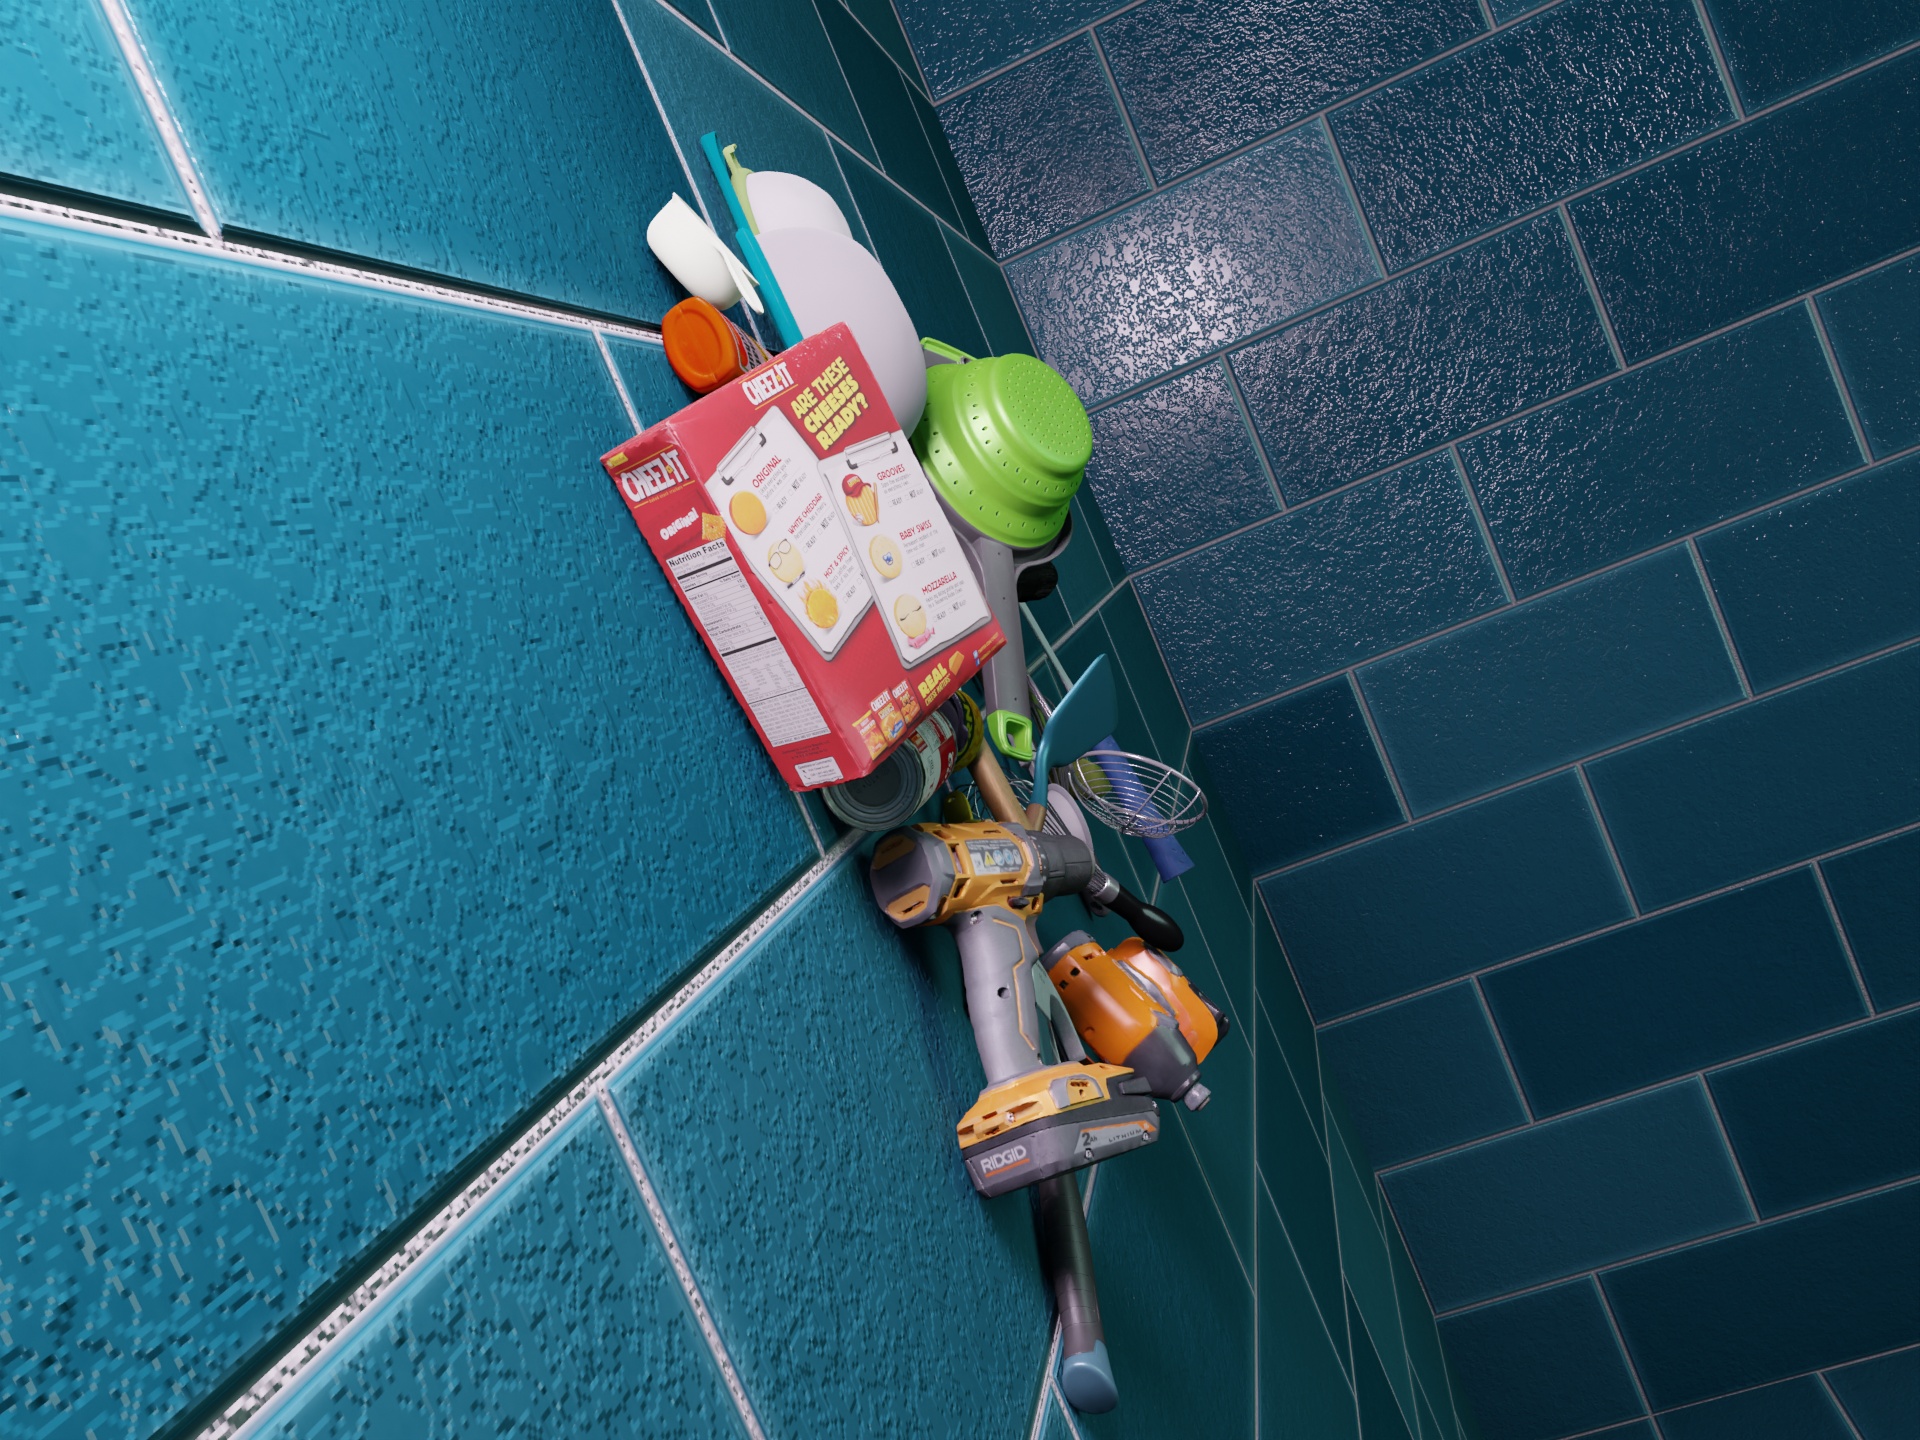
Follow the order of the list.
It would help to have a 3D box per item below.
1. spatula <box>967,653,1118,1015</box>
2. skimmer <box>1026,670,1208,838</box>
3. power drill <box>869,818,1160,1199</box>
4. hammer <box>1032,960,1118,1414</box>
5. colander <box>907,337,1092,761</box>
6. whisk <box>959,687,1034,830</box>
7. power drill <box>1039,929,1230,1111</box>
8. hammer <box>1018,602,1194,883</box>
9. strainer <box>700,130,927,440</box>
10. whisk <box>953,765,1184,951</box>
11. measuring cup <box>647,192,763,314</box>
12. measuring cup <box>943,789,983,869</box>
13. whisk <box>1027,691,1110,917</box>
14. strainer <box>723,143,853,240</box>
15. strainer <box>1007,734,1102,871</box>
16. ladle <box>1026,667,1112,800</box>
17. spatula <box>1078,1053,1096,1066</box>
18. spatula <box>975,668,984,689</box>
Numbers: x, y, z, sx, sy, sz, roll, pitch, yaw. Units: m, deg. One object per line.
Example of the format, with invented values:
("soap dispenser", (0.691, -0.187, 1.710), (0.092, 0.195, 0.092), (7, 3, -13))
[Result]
("spatula", (0.060, 0.084, 1.162), (0.082, 0.044, 0.318), (75, 26, -44))
("skimmer", (0.092, -0.043, 1.465), (0.363, 0.090, 0.127), (58, -17, 17))
("power drill", (0.048, 0.169, 1.004), (0.185, 0.084, 0.226), (2, 63, -49))
("hammer", (0.062, 0.293, 1.069), (0.128, 0.033, 0.331), (55, 19, -41))
("colander", (0.047, -0.160, 1.265), (0.204, 0.094, 0.397), (18, 54, -36))
("whisk", (0.000, -0.004, 1.185), (0.245, 0.051, 0.047), (62, -2, 32))
("power drill", (0.152, 0.248, 1.298), (0.164, 0.084, 0.226), (44, 6, 19))
("hammer", (0.115, -0.025, 1.573), (0.405, 0.035, 0.144), (60, 18, 9))
("strainer", (-0.106, -0.337, 1.214), (0.210, 0.095, 0.341), (66, 0, -68))
("whisk", (0.096, 0.121, 1.290), (0.284, 0.070, 0.070), (39, 28, -35))
("measuring cup", (-0.159, -0.280, 1.013), (0.083, 0.038, 0.168), (43, 11, -37))
("measuring cup", (-0.005, 0.075, 1.139), (0.029, 0.062, 0.157), (52, 7, -20))
("whisk", (0.102, 0.084, 1.543), (0.055, 0.055, 0.239), (-66, 136, -72))
("strainer", (-0.115, -0.365, 1.341), (0.151, 0.069, 0.257), (37, 32, -66))
("strainer", (0.064, 0.044, 1.466), (0.086, 0.050, 0.259), (110, -38, -57))
("ladle", (0.068, -0.062, 1.624), (0.320, 0.062, 0.078), (65, -8, -1))
("spatula", (0.140, 0.299, 1.349), (0.081, 0.041, 0.322), (45, 7, 13))
("spatula", (-0.038, -0.157, 1.428), (0.315, 0.018, 0.060), (62, 11, -21))
